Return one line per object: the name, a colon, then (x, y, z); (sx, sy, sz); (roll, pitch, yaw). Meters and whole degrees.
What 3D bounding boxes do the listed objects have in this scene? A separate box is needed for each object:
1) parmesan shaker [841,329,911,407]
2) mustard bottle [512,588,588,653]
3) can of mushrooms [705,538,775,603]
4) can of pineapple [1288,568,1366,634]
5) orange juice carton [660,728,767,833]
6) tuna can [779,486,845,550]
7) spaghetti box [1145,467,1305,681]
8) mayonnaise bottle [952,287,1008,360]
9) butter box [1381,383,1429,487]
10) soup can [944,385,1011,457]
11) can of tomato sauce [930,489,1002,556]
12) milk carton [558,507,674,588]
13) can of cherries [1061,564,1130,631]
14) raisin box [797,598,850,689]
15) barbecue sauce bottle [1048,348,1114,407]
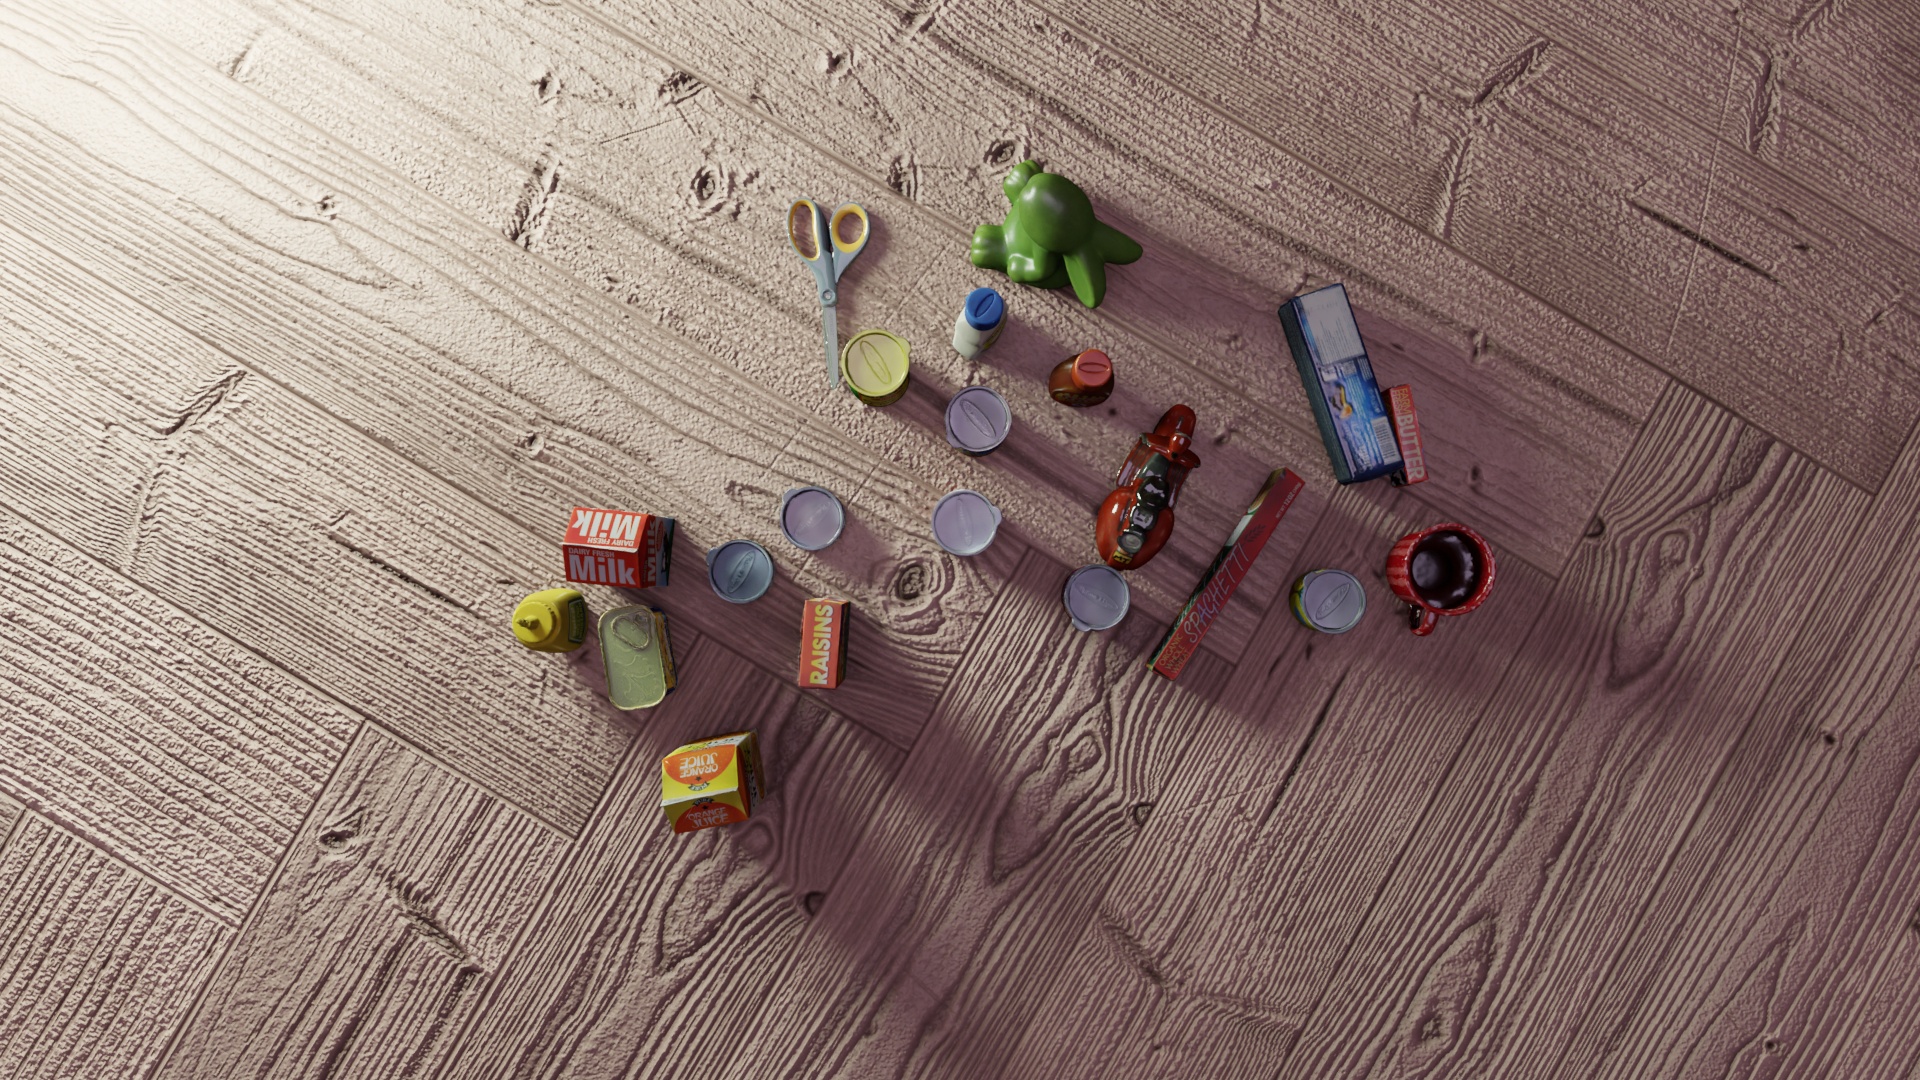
parmesan shaker: (-0.081, -0.173, 1.404); (0.071, 0.103, 0.071); (0, 89, -1)
mustard bottle: (-0.405, 0.080, 1.360); (0.049, 0.160, 0.065); (-2, 89, -1)
can of mushrooms: (-0.226, 0.030, 1.429); (0.071, 0.033, 0.071); (0, 88, -1)
can of pineapple: (0.376, 0.060, 1.430); (0.071, 0.058, 0.071); (0, 89, -1)
orange juice carton: (-0.238, 0.233, 1.343); (0.072, 0.192, 0.073); (-10, 89, -1)
tuna can: (-0.154, -0.024, 1.433); (0.071, 0.033, 0.071); (0, 88, -1)
spaghetti box: (0.271, 0.036, 1.432); (0.029, 0.050, 0.250); (34, 88, 0)
mayonnaise bottle: (0.021, -0.220, 1.385); (0.041, 0.148, 0.065); (38, 88, 0)
butter box: (0.456, -0.108, 1.440); (0.024, 0.053, 0.103); (-11, 89, -1)
soup can: (0.015, -0.118, 1.414); (0.071, 0.084, 0.071); (0, 89, -1)
can of tomato sauce: (0.005, -0.018, 1.411); (0.071, 0.083, 0.071); (0, 89, -1)
milk carton: (-0.331, 0.008, 1.349); (0.072, 0.190, 0.073); (5, 89, -1)
can of cherries: (0.136, 0.059, 1.424); (0.071, 0.058, 0.071); (0, 89, -1)
raisin box: (-0.135, 0.101, 1.384); (0.040, 0.123, 0.086); (5, 89, -1)
barbecue sauce bottle: (0.125, -0.162, 1.386); (0.065, 0.148, 0.043); (4, 89, -1)
